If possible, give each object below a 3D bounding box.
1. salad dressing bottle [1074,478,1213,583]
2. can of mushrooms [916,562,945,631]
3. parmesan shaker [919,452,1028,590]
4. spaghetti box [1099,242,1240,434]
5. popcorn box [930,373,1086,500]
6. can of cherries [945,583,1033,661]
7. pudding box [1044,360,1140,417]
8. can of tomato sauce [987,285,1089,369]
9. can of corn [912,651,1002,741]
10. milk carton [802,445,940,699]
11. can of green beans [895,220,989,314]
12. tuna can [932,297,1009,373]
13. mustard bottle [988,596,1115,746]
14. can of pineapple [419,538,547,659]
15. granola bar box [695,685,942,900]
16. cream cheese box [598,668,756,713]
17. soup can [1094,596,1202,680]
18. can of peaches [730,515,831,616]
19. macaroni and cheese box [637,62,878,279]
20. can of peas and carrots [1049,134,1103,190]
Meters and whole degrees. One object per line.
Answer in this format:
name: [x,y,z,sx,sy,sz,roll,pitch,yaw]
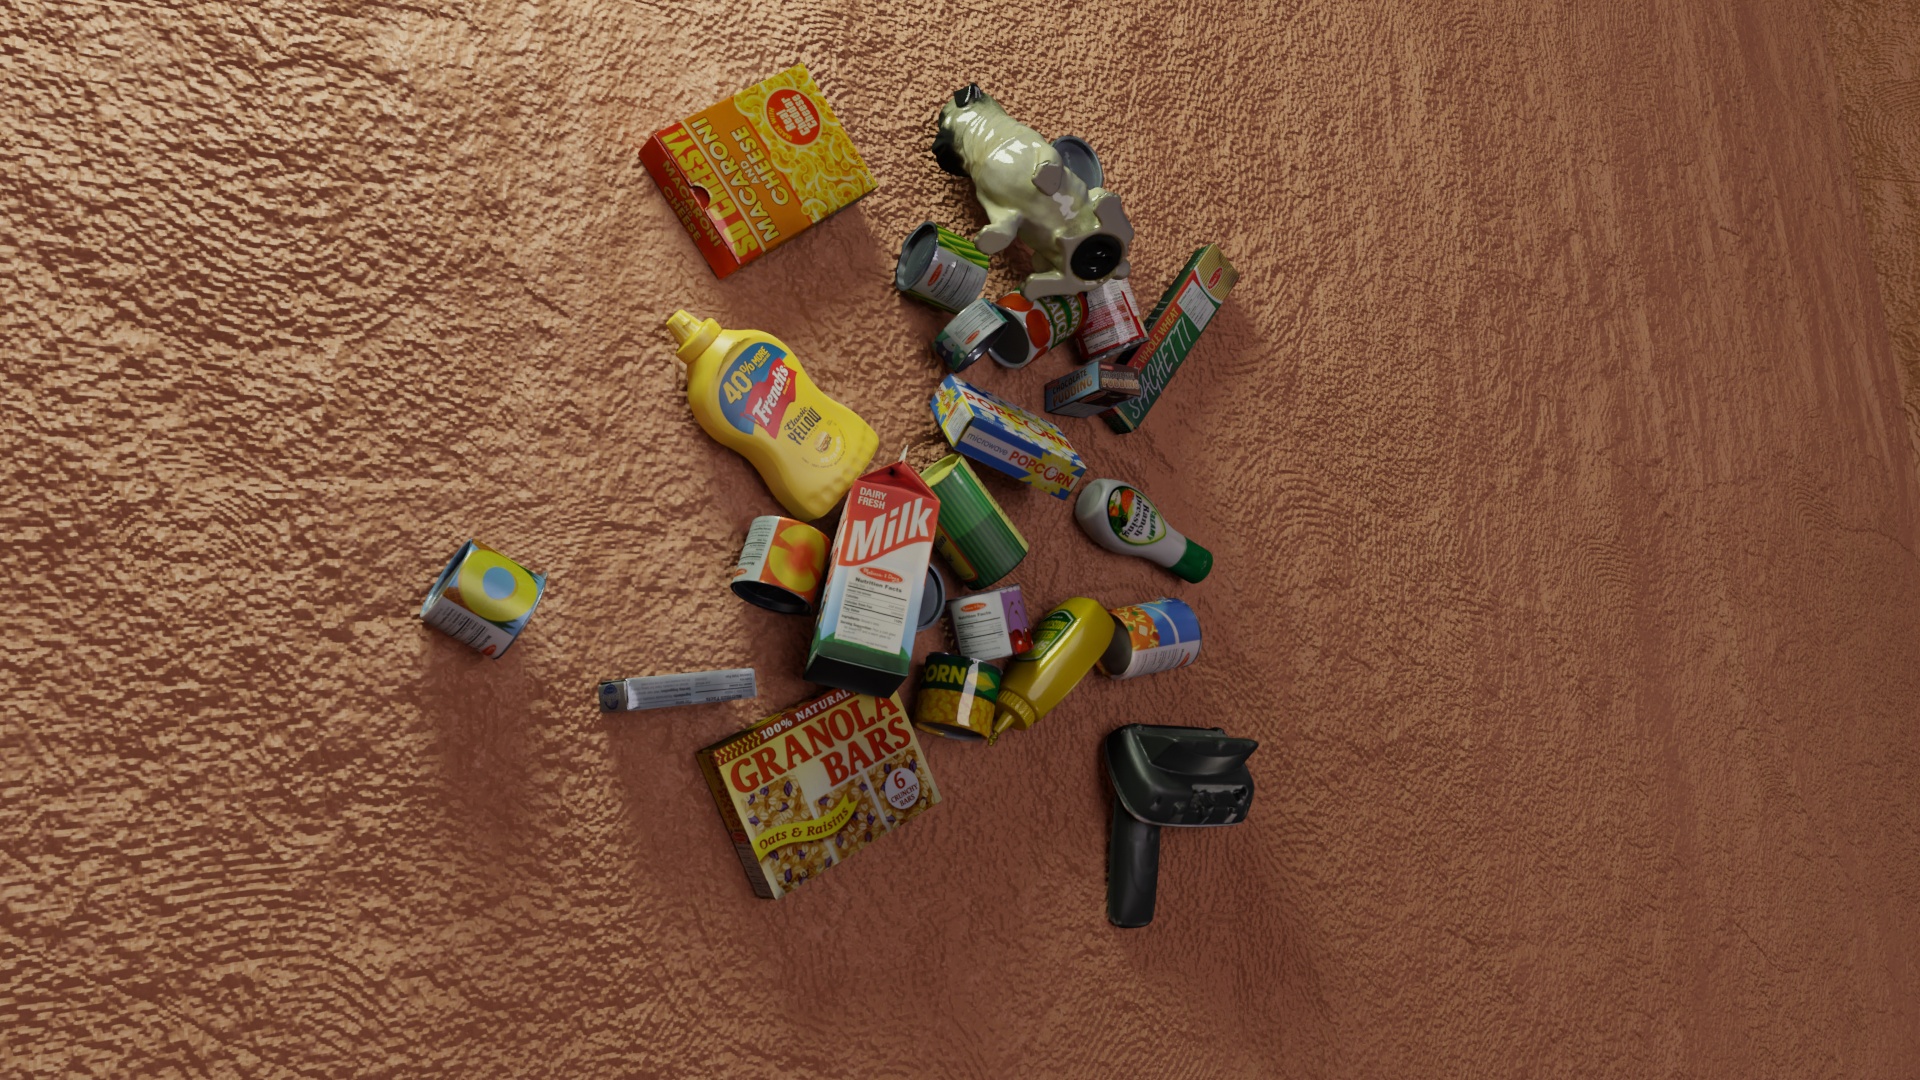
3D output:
salad dressing bottle: [0.177,-0.006,1.325,0.147,0.044,0.064,30,66,-26]
can of mushrooms: [-0.050,0.046,1.165,0.071,0.033,0.071,7,76,-33]
parmesan shaker: [0.004,-0.015,1.192,0.071,0.071,0.103,-46,107,-32]
spaghetti box: [0.208,-0.205,1.398,0.050,0.028,0.251,47,58,-17]
popcorn box: [0.041,-0.091,1.226,0.126,0.085,0.038,23,111,-28]
can of cherries: [0.026,0.072,1.193,0.072,0.071,0.058,-12,87,-36]
pudding box: [0.122,-0.139,1.292,0.050,0.083,0.030,6,77,-33]
can of tomato sauce: [0.069,-0.204,1.278,0.083,0.071,0.071,-37,101,-34]
can of corn: [-0.004,0.131,1.157,0.071,0.071,0.058,23,69,-29]
milk carton: [-0.066,0.021,1.101,0.073,0.072,0.191,15,65,-10]
can of green beans: [-0.016,-0.241,1.230,0.058,0.071,0.071,21,69,-30]
tuna can: [0.009,-0.181,1.232,0.033,0.070,0.071,47,57,3]
mustard bottle: [0.071,0.118,1.215,0.161,0.065,0.048,-49,112,-28]
can of pineapple: [-0.328,0.039,0.957,0.058,0.071,0.071,35,63,-24]
granola bar box: [-0.109,0.186,1.091,0.166,0.039,0.124,-25,94,-35]
cream cheese box: [-0.209,0.111,1.030,0.104,0.053,0.024,-2,83,-35]
soup can: [0.169,0.089,1.287,0.084,0.071,0.071,-7,84,-35]
can of peaches: [-0.138,0.020,1.091,0.071,0.071,0.058,26,66,-27]
macaroni and cheese box: [-0.165,-0.310,1.159,0.167,0.040,0.123,-40,102,-34]
can of peas and carrots: [0.092,-0.345,1.332,0.071,0.058,0.071,8,76,-32]
